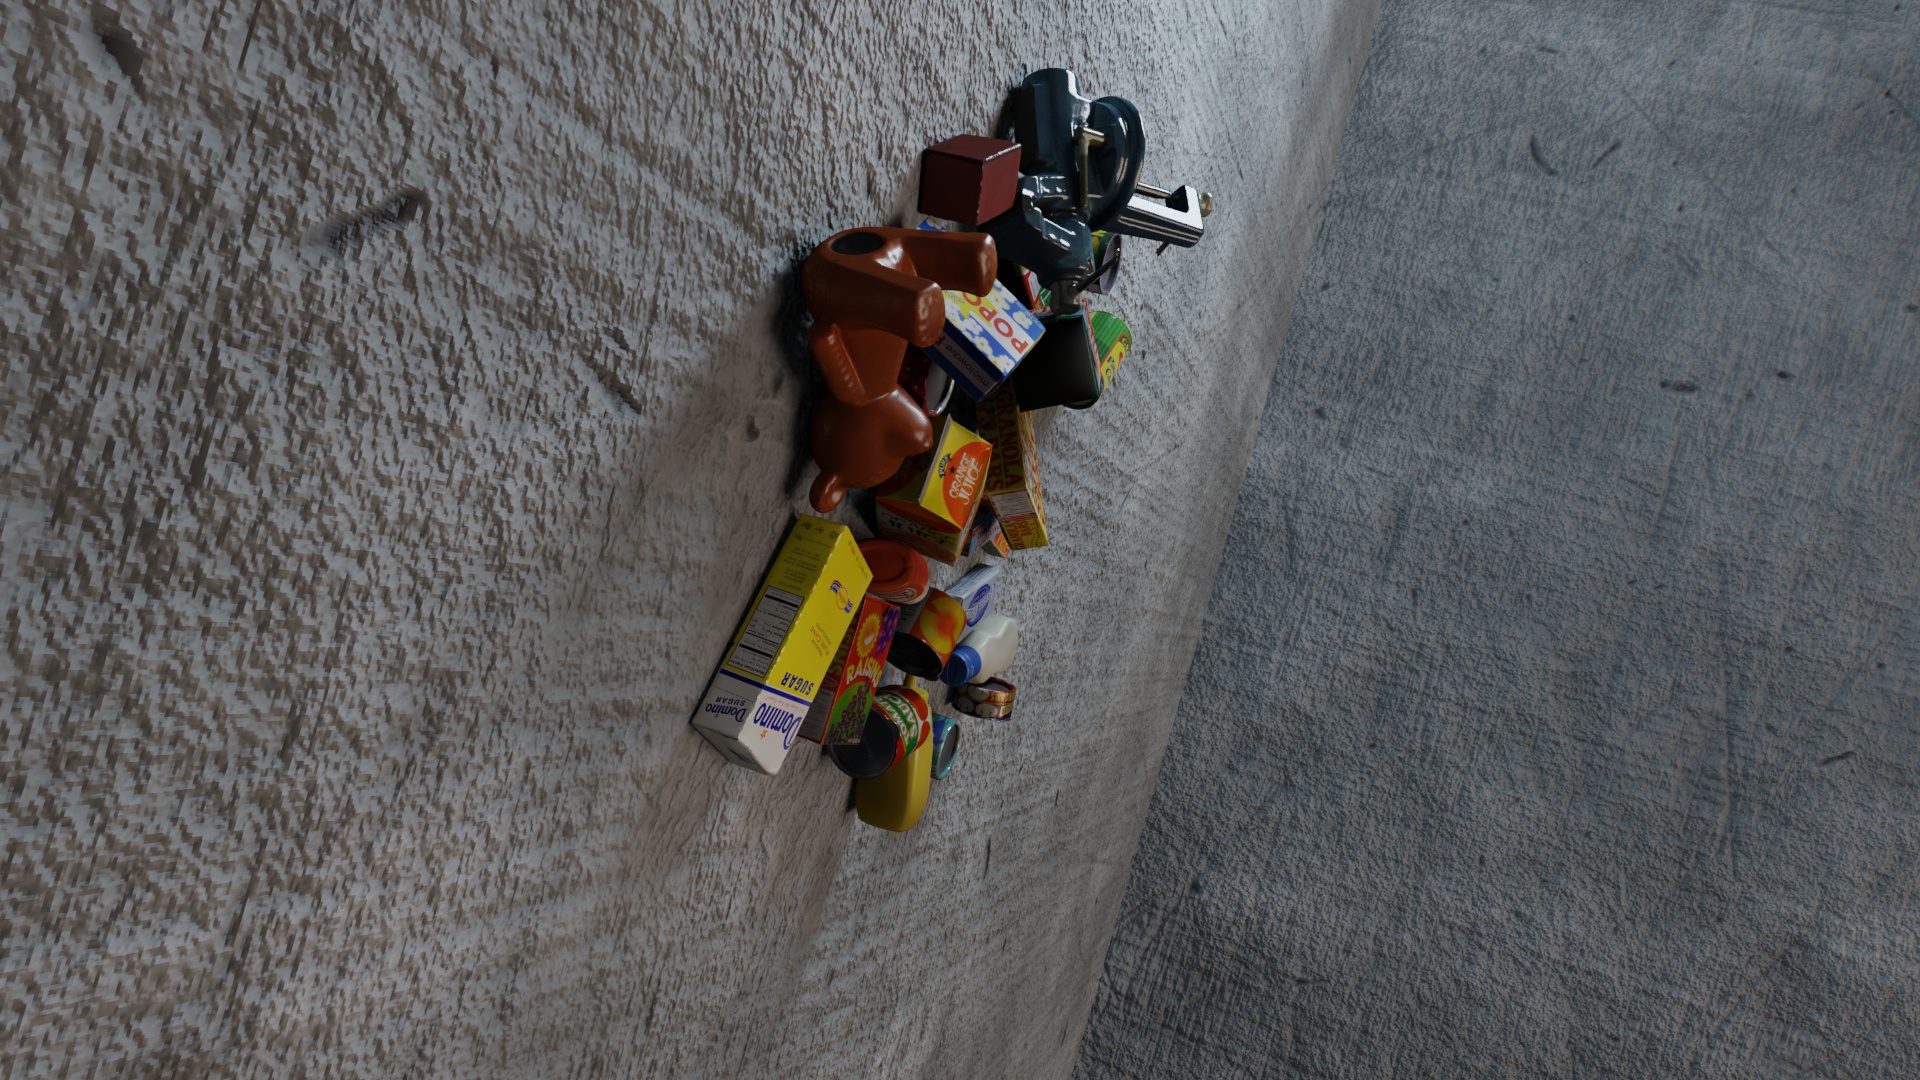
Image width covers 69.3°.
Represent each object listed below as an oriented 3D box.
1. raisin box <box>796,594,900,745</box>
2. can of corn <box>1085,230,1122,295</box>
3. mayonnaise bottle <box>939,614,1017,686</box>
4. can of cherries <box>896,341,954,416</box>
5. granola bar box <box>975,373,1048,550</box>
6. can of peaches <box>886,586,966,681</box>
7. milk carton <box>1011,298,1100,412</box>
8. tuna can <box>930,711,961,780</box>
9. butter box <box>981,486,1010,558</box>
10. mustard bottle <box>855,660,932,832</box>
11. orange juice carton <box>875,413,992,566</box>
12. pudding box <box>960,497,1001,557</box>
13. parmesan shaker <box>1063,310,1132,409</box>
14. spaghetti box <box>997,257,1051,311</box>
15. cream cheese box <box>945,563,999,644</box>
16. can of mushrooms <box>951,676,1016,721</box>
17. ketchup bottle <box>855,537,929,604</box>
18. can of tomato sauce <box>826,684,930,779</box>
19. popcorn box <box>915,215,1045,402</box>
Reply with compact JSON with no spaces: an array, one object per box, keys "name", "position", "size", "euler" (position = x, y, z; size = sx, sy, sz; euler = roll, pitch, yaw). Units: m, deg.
[{"name":"raisin box","position":[-0.096,0.104,1.137],"size":[0.086,0.040,0.123],"euler":[29,77,-70]},{"name":"can of corn","position":[0.129,-0.293,1.430],"size":[0.071,0.058,0.071],"euler":[15,91,-72]},{"name":"mayonnaise bottle","position":[0.019,0.122,1.486],"size":[0.148,0.041,0.064],"euler":[-19,118,-67]},{"name":"can of cherries","position":[-0.041,-0.132,1.067],"size":[0.071,0.058,0.071],"euler":[15,91,-72]},{"name":"granola bar box","position":[0.044,-0.090,1.273],"size":[0.124,0.039,0.166],"euler":[62,20,-63]},{"name":"can of peaches","position":[-0.033,0.083,1.255],"size":[0.071,0.071,0.058],"euler":[83,29,-50]},{"name":"milk carton","position":[0.087,-0.175,1.270],"size":[0.191,0.072,0.073],"euler":[-72,150,-74]},{"name":"tuna can","position":[-0.027,0.215,1.442],"size":[0.071,0.033,0.071],"euler":[14,91,-72]},{"name":"butter box","position":[0.036,-0.020,1.440],"size":[0.103,0.024,0.053],"euler":[50,59,-68]},{"name":"mustard bottle","position":[-0.055,0.186,1.289],"size":[0.049,0.065,0.160],"euler":[-3,105,-66]},{"name":"orange juice carton","position":[-0.022,-0.041,1.099],"size":[0.192,0.073,0.072],"euler":[100,10,-77]},{"name":"pudding box","position":[0.005,-0.016,1.312],"size":[0.084,0.050,0.030],"euler":[-39,143,-60]},{"name":"parmesan shaker","position":[0.141,-0.197,1.534],"size":[0.071,0.071,0.103],"euler":[88,25,-43]},{"name":"spaghetti box","position":[0.069,-0.235,1.351],"size":[0.249,0.029,0.050],"euler":[65,44,-63]},{"name":"cream cheese box","position":[0.008,0.064,1.431],"size":[0.104,0.024,0.053],"euler":[-37,139,-62]},{"name":"can of mushrooms","position":[0.028,0.170,1.502],"size":[0.071,0.071,0.033],"euler":[-11,114,-70]},{"name":"ketchup bottle","position":[-0.055,0.028,1.163],"size":[0.148,0.065,0.043],"euler":[44,50,-79]},{"name":"can of tomato sauce","position":[-0.069,0.165,1.218],"size":[0.083,0.071,0.071],"euler":[-19,123,-69]},{"name":"popcorn box","position":[-0.005,-0.173,1.036],"size":[0.038,0.126,0.085],"euler":[-41,-173,42]}]
